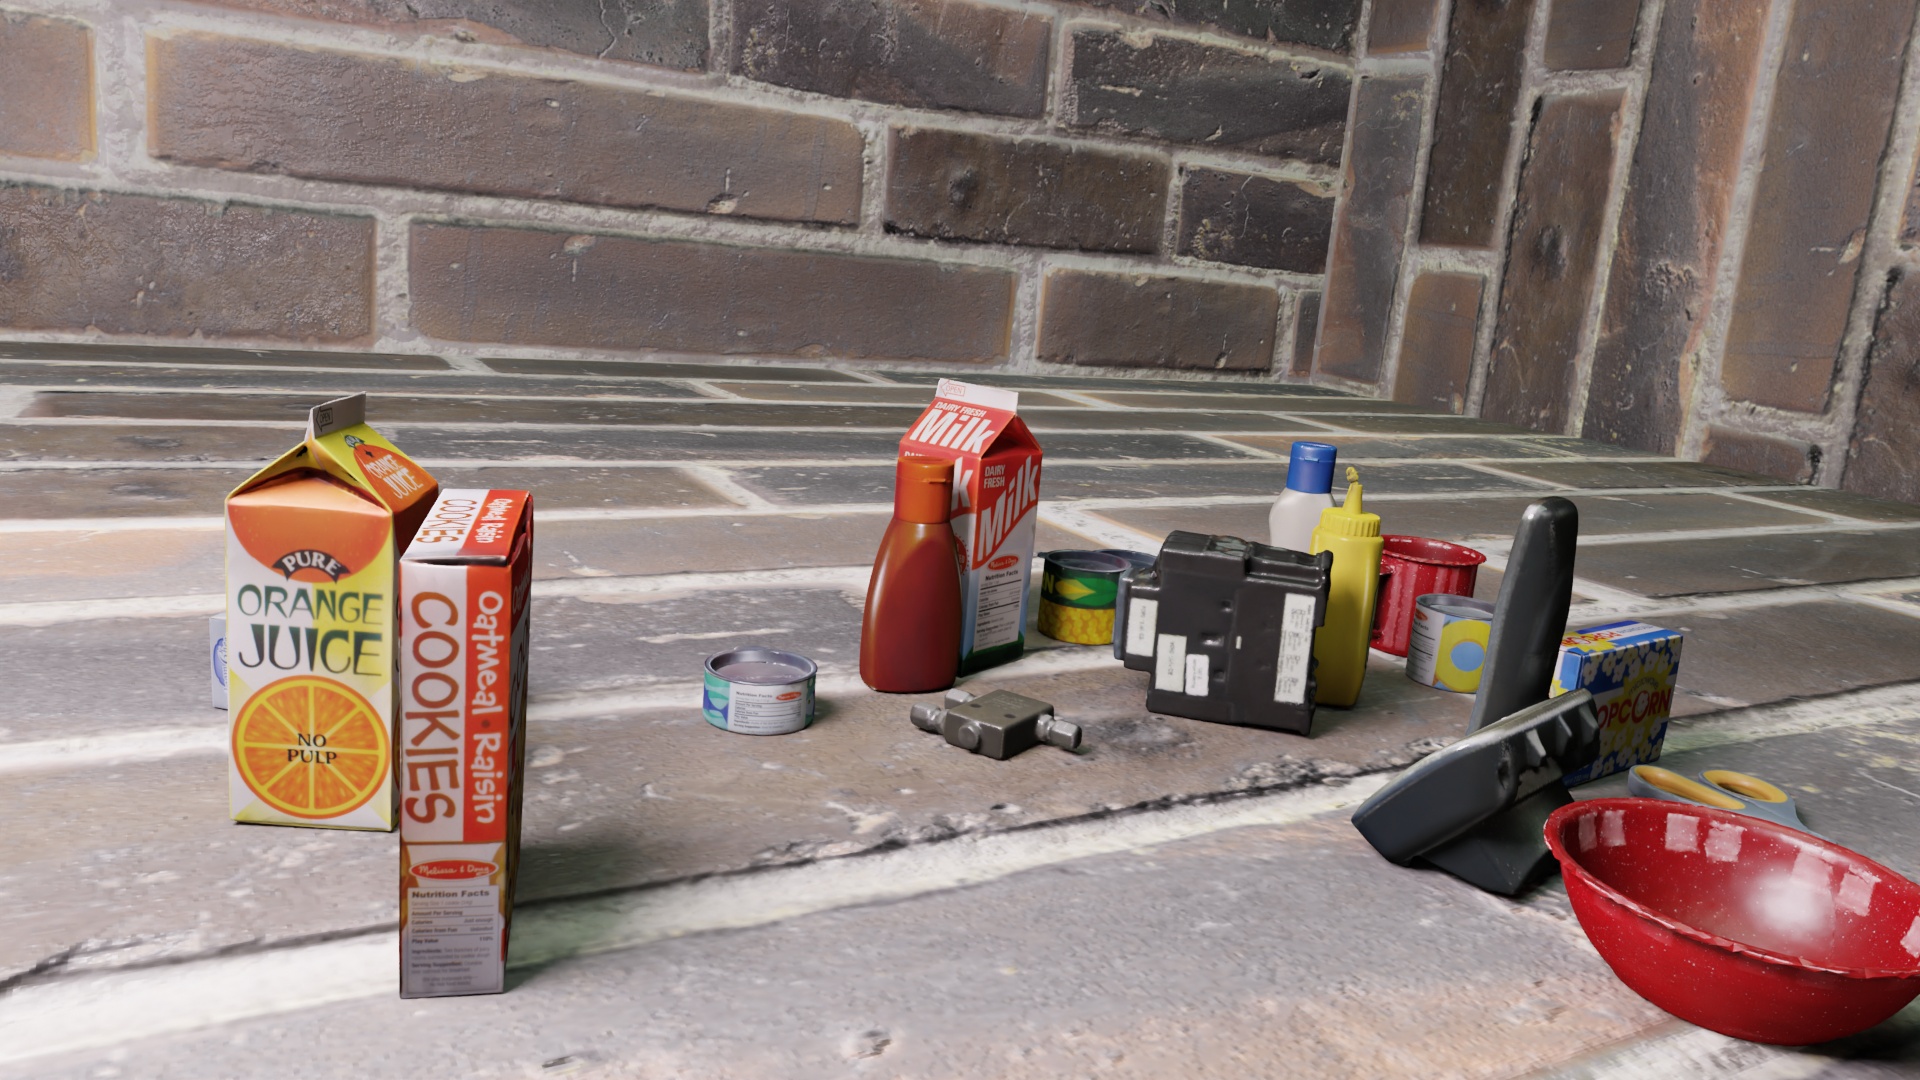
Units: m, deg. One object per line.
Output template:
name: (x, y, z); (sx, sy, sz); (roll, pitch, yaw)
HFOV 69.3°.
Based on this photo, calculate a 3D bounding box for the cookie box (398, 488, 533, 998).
cookie box: (-0.193, 0.072, 0.548); (0.040, 0.167, 0.123); (2, 13, -15)

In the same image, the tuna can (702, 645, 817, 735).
tuna can: (-0.119, 0.088, 0.818); (0.071, 0.032, 0.071); (5, 12, -1)

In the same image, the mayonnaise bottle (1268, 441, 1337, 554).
mayonnaise bottle: (0.281, -0.006, 1.139); (0.065, 0.147, 0.041); (9, 12, 16)

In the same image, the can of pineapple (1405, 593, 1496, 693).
can of pineapple: (0.366, 0.075, 1.019); (0.071, 0.057, 0.071); (5, 12, -1)

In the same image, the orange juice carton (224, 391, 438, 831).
orange juice carton: (-0.287, 0.030, 0.641); (0.073, 0.192, 0.072); (4, 12, -5)

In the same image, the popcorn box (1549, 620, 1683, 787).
popcorn box: (0.394, 0.099, 0.860); (0.127, 0.085, 0.038); (-4, 15, -37)

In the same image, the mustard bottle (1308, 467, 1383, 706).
mustard bottle: (0.258, 0.030, 0.941); (0.049, 0.159, 0.065); (7, 12, 10)

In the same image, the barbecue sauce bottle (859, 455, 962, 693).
barbecue sauce bottle: (-0.028, 0.021, 0.887); (0.065, 0.148, 0.044); (0, 13, -25)

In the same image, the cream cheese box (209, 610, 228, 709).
cream cheese box: (-0.386, 0.057, 0.797); (0.024, 0.053, 0.104); (7, 13, 7)

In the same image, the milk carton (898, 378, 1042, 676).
milk carton: (0.003, -0.012, 0.953); (0.072, 0.190, 0.073); (14, 15, 37)

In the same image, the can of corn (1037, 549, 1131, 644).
can of corn: (0.091, 0.042, 1.051); (0.071, 0.058, 0.071); (5, 12, -1)

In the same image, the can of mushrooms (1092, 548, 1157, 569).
can of mushrooms: (0.139, 0.031, 1.179); (0.071, 0.033, 0.071); (5, 12, -1)
